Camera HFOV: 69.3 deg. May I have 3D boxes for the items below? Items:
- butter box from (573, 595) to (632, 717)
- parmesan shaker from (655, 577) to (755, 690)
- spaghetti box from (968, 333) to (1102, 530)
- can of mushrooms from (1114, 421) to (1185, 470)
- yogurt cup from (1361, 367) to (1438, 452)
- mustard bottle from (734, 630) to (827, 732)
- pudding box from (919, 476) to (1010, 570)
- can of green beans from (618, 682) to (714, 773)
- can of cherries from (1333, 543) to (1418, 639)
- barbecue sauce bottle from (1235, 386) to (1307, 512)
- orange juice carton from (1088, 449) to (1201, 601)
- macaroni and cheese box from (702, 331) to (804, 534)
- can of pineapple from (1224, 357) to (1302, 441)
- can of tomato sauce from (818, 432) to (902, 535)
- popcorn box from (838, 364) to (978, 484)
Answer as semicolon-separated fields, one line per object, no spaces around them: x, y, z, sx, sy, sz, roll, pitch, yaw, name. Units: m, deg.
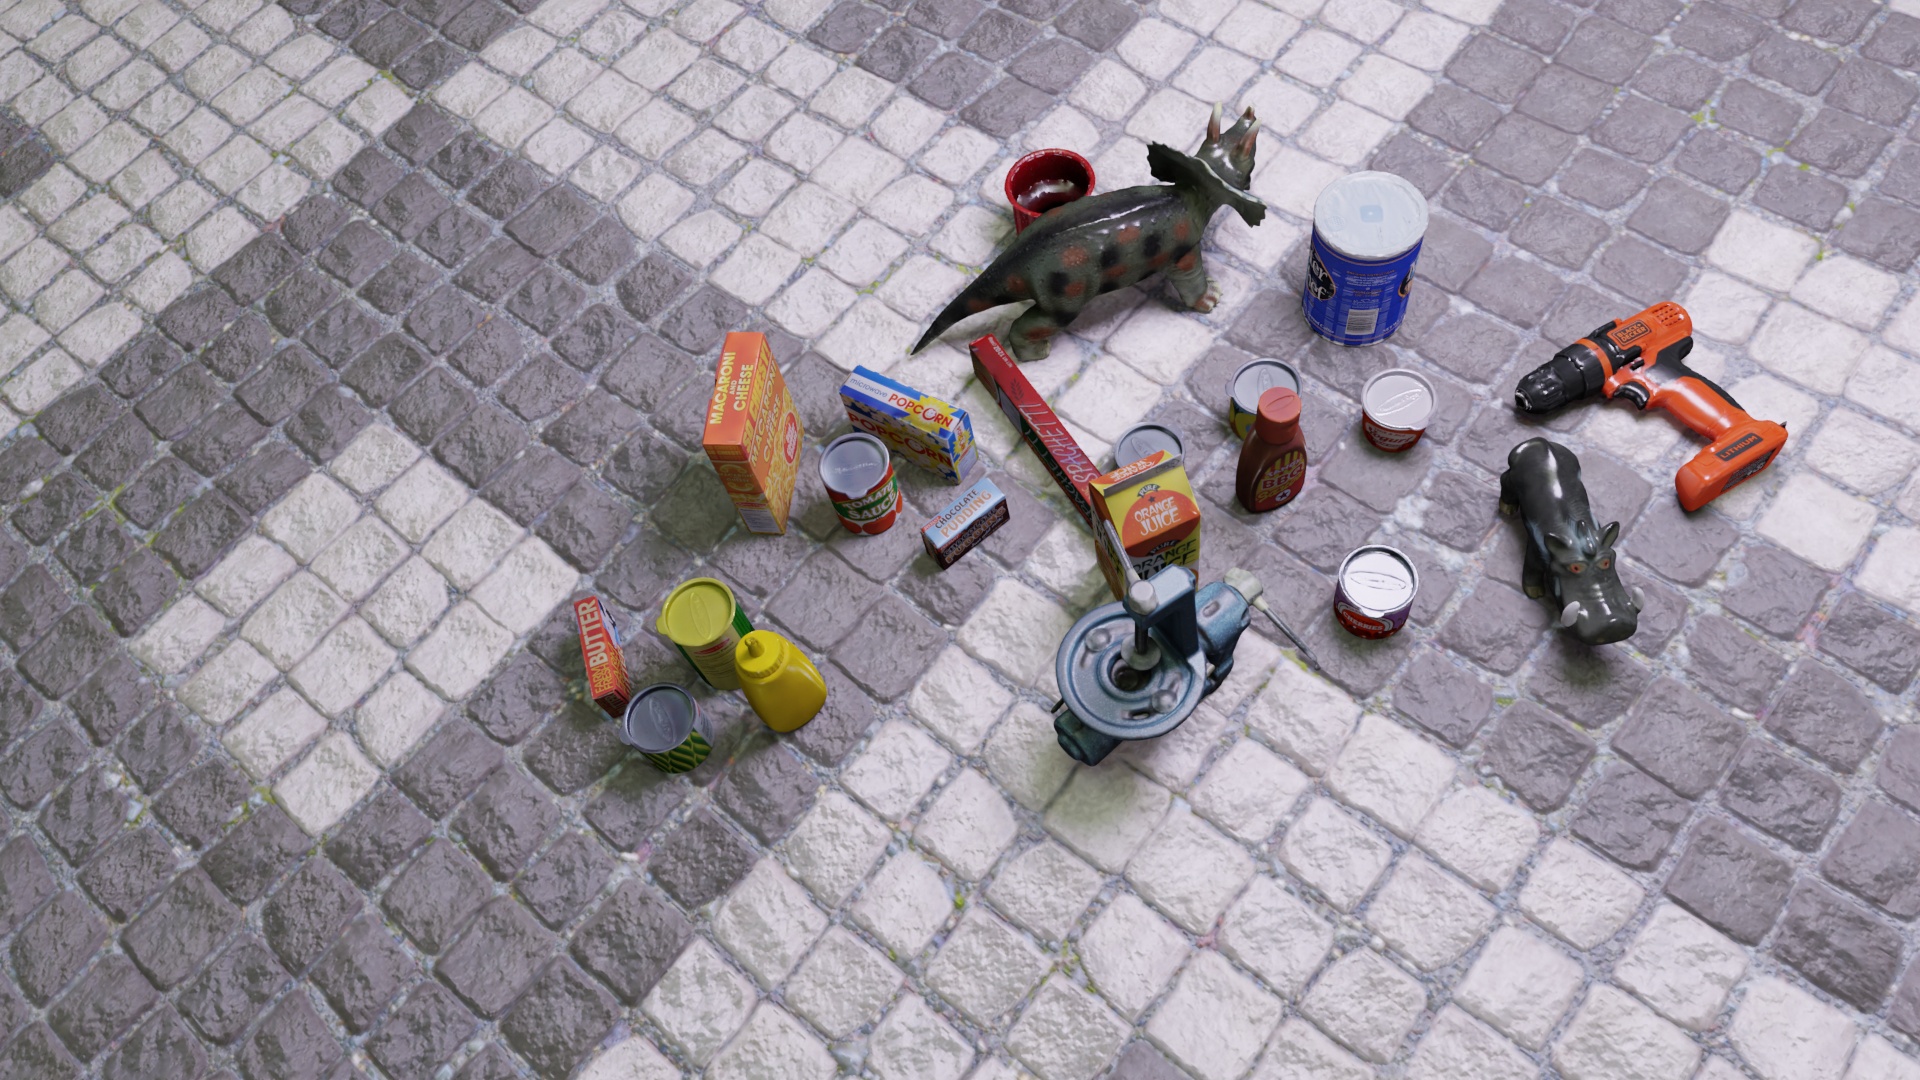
-0.328;0.107;1.276;0.024;0.053;0.104;-20;61;-2;butter box
-0.223;0.086;1.244;0.071;0.102;0.071;-4;61;7;parmesan shaker
0.084;-0.097;1.329;0.029;0.050;0.251;-30;61;-8;spaghetti box
0.181;-0.078;1.314;0.071;0.033;0.071;-4;61;7;can of mushrooms
0.405;-0.119;1.291;0.072;0.053;0.073;-4;61;7;yogurt cup
-0.160;0.112;1.187;0.065;0.159;0.049;-37;63;-12;mustard bottle
0.005;-0.016;1.297;0.084;0.049;0.030;-38;63;-12;pudding box
-0.258;0.167;1.230;0.071;0.057;0.071;-4;61;7;can of green beans
0.358;0.047;1.205;0.071;0.058;0.072;-4;61;7;can of cherries
0.279;-0.081;1.235;0.065;0.148;0.044;-26;61;-6;barbecue sauce bottle
0.158;-0.010;1.189;0.072;0.192;0.073;-23;61;-4;orange juice carton
-0.192;-0.098;1.304;0.040;0.165;0.124;1;62;9;macaroni and cheese box
0.286;-0.131;1.313;0.071;0.057;0.071;-4;61;7;can of pineapple
-0.092;-0.050;1.311;0.071;0.082;0.071;-4;61;7;can of tomato sauce
-0.050;-0.112;1.337;0.127;0.085;0.038;25;68;20;popcorn box
